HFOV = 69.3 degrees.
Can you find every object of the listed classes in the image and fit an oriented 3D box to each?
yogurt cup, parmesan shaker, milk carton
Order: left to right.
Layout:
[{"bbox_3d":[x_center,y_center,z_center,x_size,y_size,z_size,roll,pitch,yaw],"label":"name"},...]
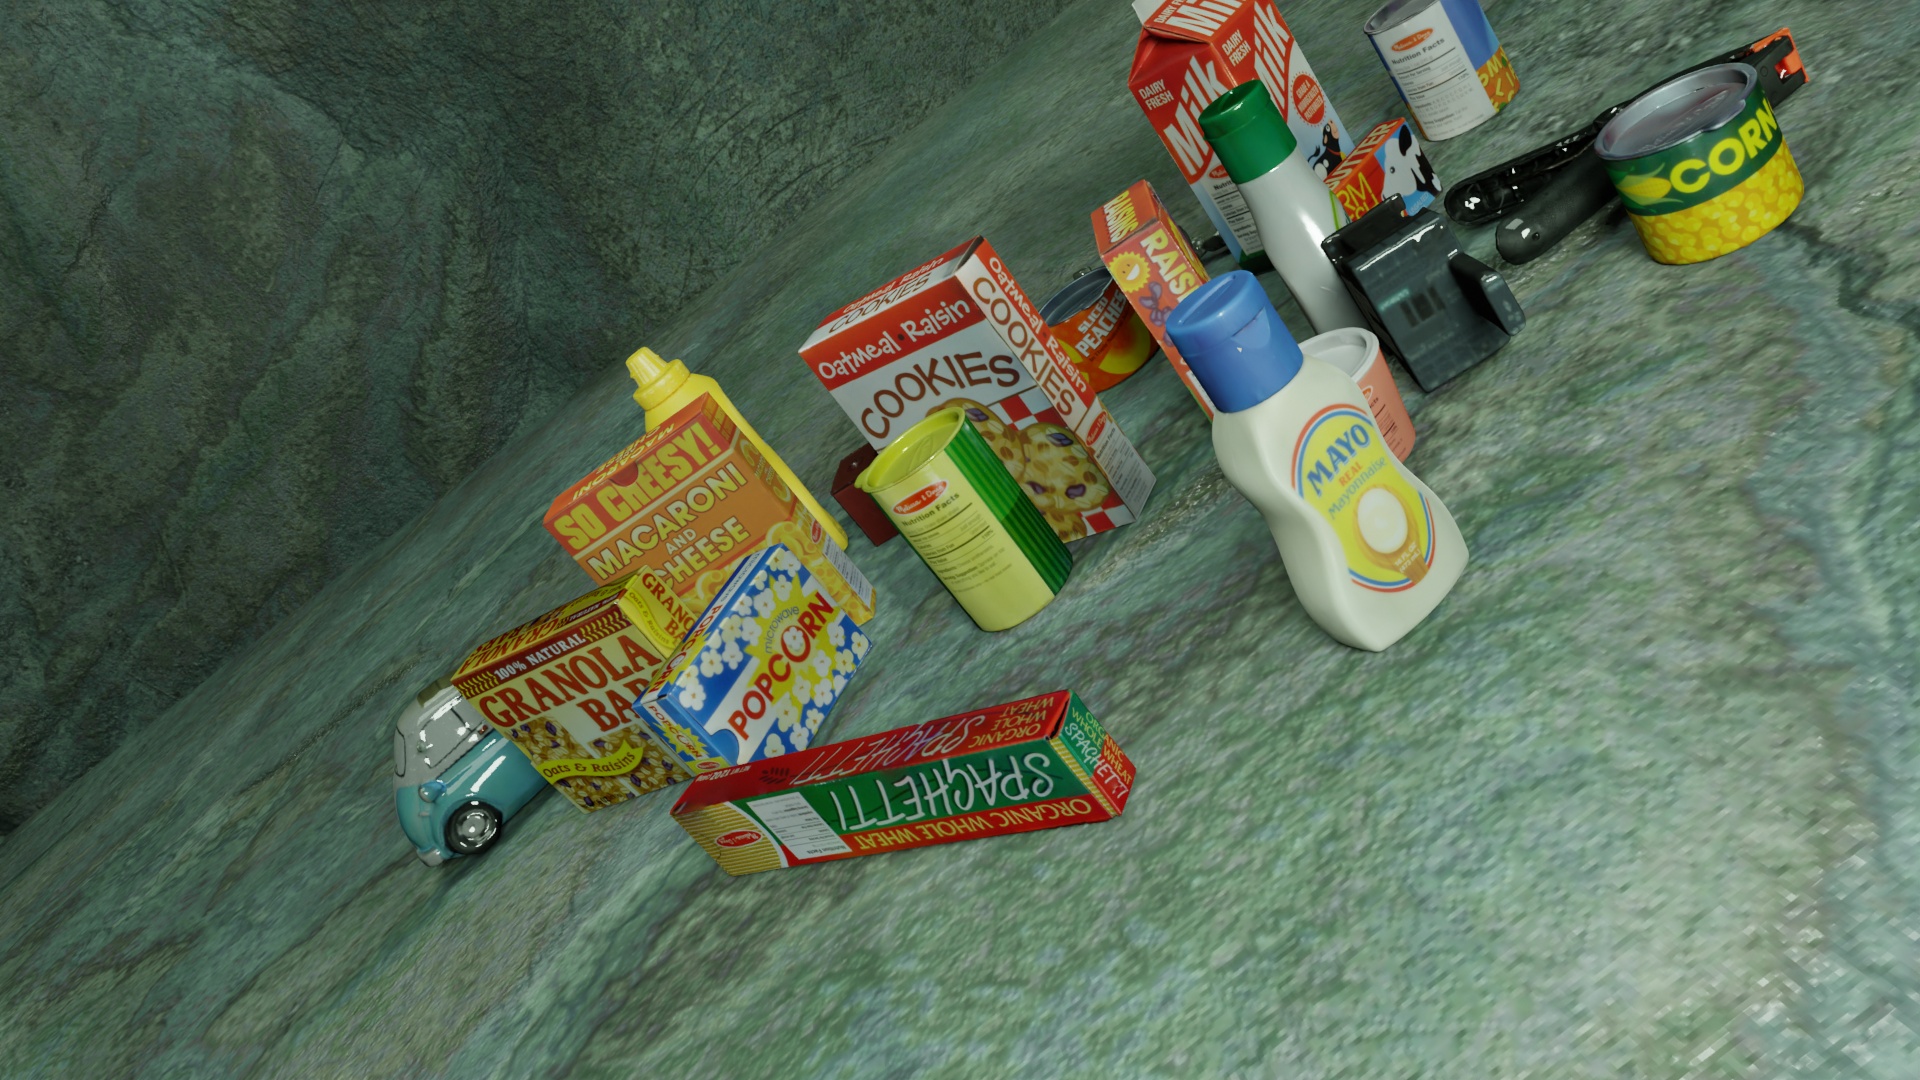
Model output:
[{"bbox_3d":[0.003,-0.009,0.732,0.071,0.103,0.071,-32,22,15],"label":"parmesan shaker"},{"bbox_3d":[0.173,-0.267,0.863,0.073,0.190,0.073,-9,36,52],"label":"milk carton"},{"bbox_3d":[0.169,-0.056,0.630,0.072,0.054,0.073,-32,22,15],"label":"yogurt cup"}]

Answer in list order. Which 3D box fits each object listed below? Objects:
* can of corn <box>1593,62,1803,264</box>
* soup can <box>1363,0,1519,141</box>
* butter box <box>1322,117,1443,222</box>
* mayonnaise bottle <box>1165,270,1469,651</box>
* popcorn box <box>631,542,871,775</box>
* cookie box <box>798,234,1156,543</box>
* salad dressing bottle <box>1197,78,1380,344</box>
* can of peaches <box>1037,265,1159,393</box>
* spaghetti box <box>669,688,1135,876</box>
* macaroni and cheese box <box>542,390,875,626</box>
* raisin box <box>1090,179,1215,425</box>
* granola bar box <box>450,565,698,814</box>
[{"bbox_3d":[0.319,-0.161,0.598,0.071,0.058,0.071,-32,22,15],"label":"can of corn"},{"bbox_3d":[0.307,-0.309,0.882,0.071,0.083,0.071,-32,22,15],"label":"soup can"},{"bbox_3d":[0.233,-0.193,0.807,0.104,0.053,0.024,-45,22,-18],"label":"butter box"},{"bbox_3d":[0.129,-0.030,0.512,0.065,0.147,0.041,-43,21,-13],"label":"mayonnaise bottle"},{"bbox_3d":[-0.112,0.074,0.772,0.038,0.085,0.127,-19,28,41],"label":"popcorn box"},{"bbox_3d":[0.009,-0.068,0.753,0.122,0.167,0.040,-18,29,42],"label":"cookie box"},{"bbox_3d":[0.174,-0.163,0.711,0.044,0.147,0.064,-25,25,32],"label":"salad dressing bottle"},{"bbox_3d":[0.091,-0.138,0.915,0.071,0.058,0.071,-32,22,15],"label":"can of peaches"},{"bbox_3d":[-0.035,0.113,0.618,0.249,0.050,0.029,-19,28,40],"label":"spaghetti box"},{"bbox_3d":[-0.150,0.011,0.846,0.123,0.166,0.040,-33,22,12],"label":"macaroni and cheese box"},{"bbox_3d":[0.121,-0.129,0.758,0.040,0.123,0.086,-32,22,17],"label":"raisin box"},{"bbox_3d":[-0.207,0.094,0.828,0.165,0.124,0.039,-23,26,34],"label":"granola bar box"}]
